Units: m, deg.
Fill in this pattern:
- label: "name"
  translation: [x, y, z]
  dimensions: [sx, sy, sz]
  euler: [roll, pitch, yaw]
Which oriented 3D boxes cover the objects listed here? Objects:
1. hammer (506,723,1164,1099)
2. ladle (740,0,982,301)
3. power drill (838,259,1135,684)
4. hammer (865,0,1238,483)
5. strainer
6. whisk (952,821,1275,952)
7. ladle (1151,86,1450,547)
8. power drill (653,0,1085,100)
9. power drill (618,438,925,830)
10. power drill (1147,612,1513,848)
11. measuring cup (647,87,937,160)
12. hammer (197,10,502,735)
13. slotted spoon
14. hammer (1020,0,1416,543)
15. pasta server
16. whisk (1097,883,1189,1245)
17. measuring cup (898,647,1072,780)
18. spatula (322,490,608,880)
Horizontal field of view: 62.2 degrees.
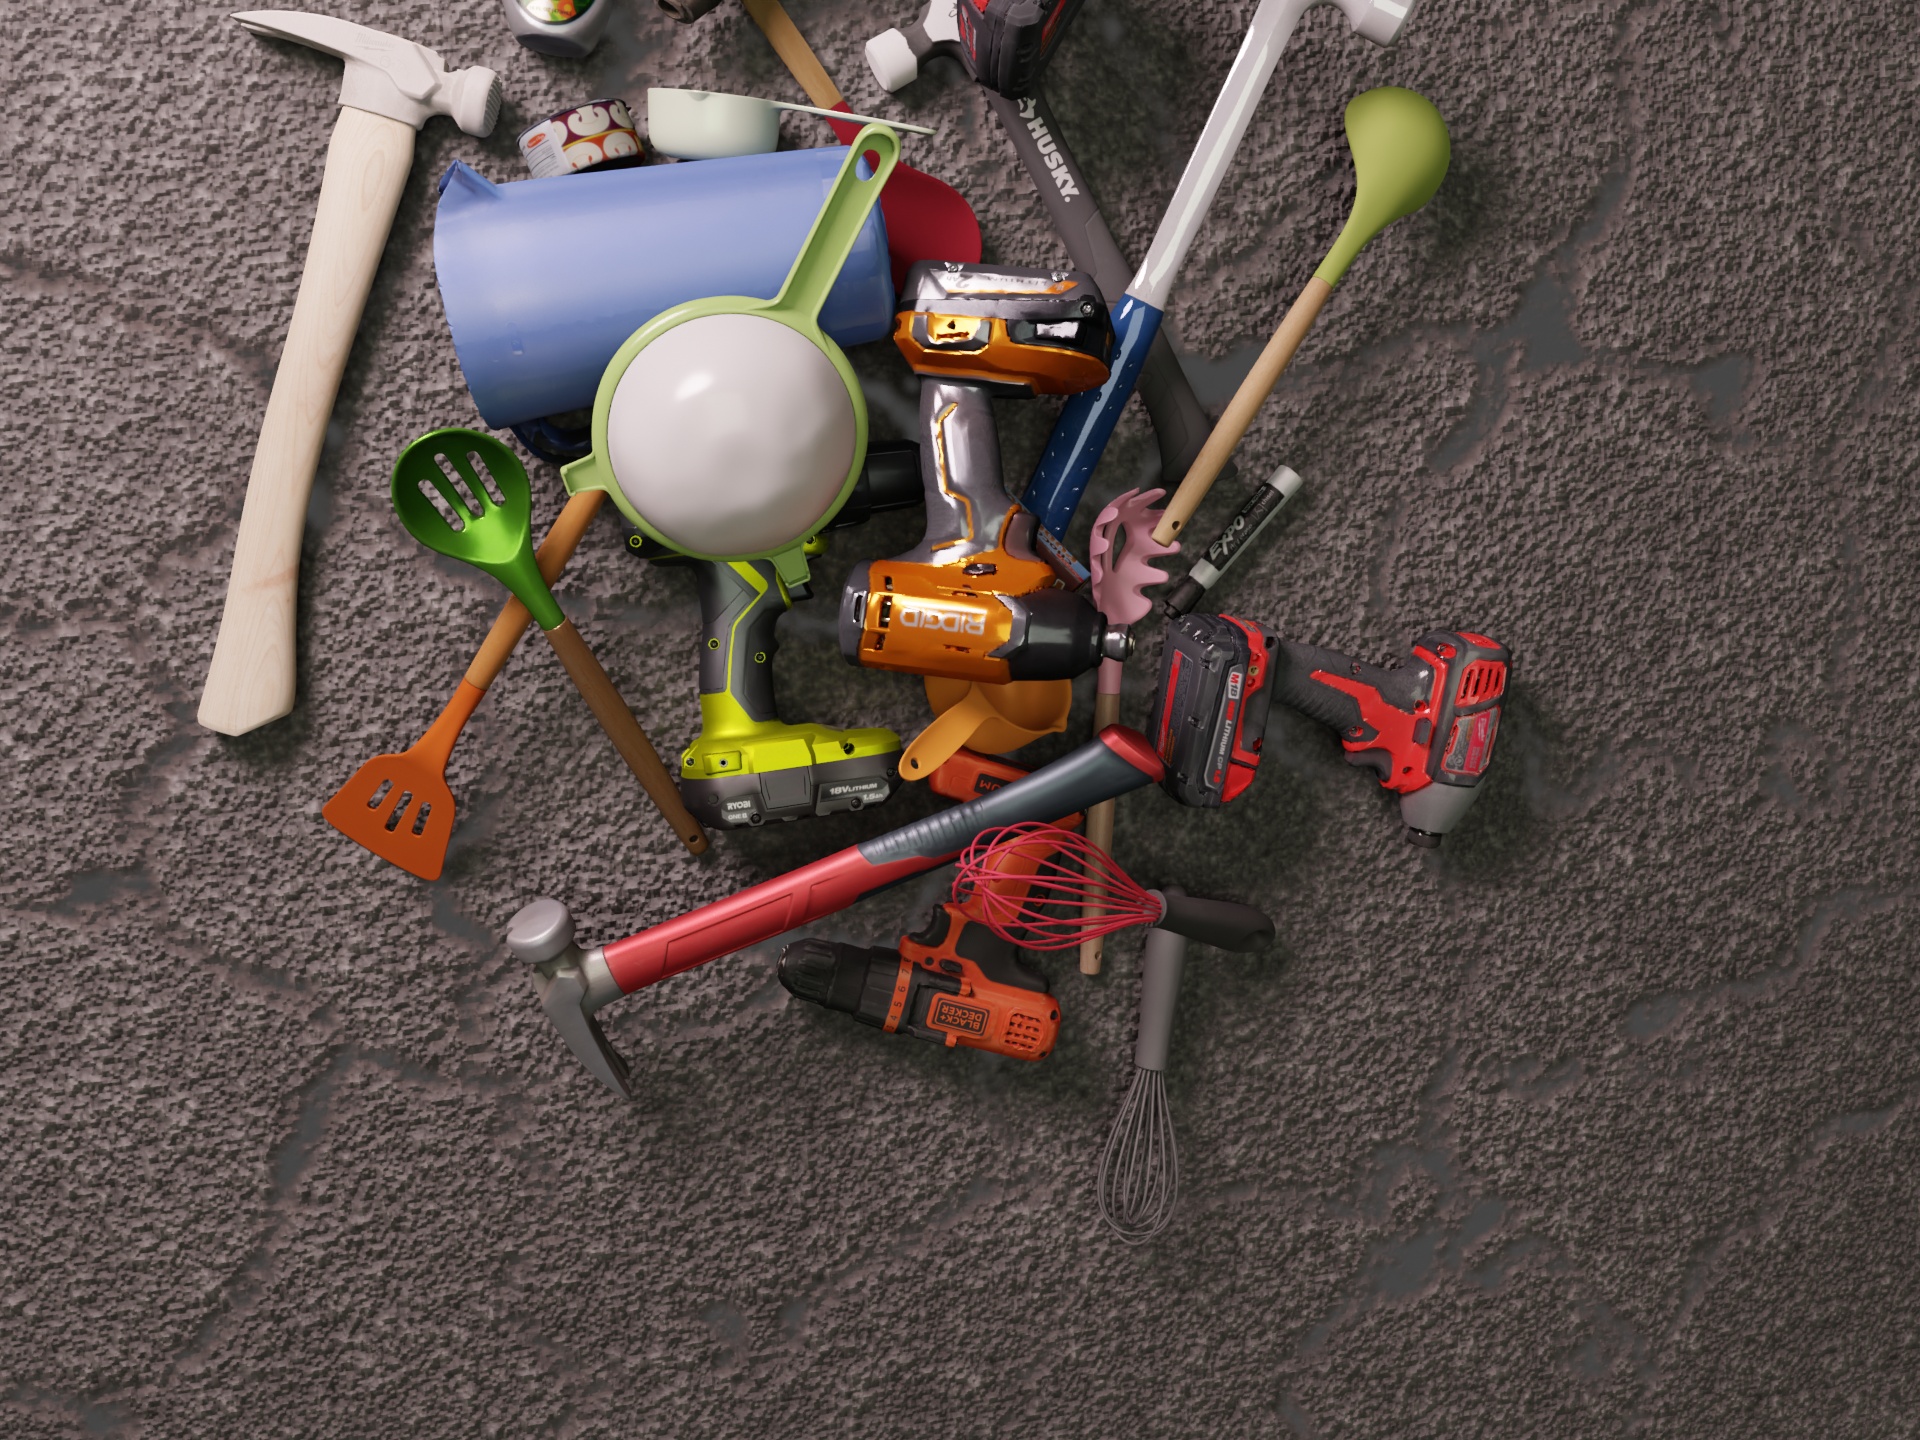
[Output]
- label: "hammer"
  translation: [-0.059, 0.103, 0.945]
  dimensions: [0.386, 0.038, 0.143]
  euler: [-21, 125, -2]
- label: "ladle"
  translation: [-0.092, -0.385, 0.944]
  dimensions: [0.069, 0.031, 0.315]
  euler: [-35, 99, 5]
- label: "power drill"
  translation: [0.028, -0.133, 0.893]
  dimensions: [0.164, 0.084, 0.226]
  euler: [8, 88, 12]
- label: "hammer"
  translation: [0.085, -0.295, 0.976]
  dimensions: [0.146, 0.035, 0.334]
  euler: [-30, 100, -3]
- label: "strainer"
  translation: [-0.094, -0.187, 0.833]
  dimensions: [0.151, 0.069, 0.256]
  euler: [22, 111, -23]
- label: "whisk"
  translation: [0.102, 0.111, 0.958]
  dimensions: [0.295, 0.073, 0.073]
  euler: [17, 96, -44]
- label: "ladle"
  translation: [0.202, -0.247, 0.980]
  dimensions: [0.078, 0.062, 0.320]
  euler: [32, 91, -27]
- label: "power drill"
  translation: [-0.047, -0.439, 0.892]
  dimensions: [0.227, 0.080, 0.188]
  euler: [28, 82, 4]
- label: "power drill"
  translation: [-0.098, -0.060, 0.960]
  dimensions: [0.190, 0.080, 0.228]
  euler: [-8, 96, -10]
- label: "power drill"
  translation: [0.237, 0.007, 1.013]
  dimensions: [0.219, 0.079, 0.143]
  euler: [5, 105, -12]
- label: "measuring cup"
  translation: [-0.098, -0.334, 0.915]
  dimensions: [0.167, 0.083, 0.038]
  euler: [9, 108, 3]
- label: "hammer"
  translation: [-0.389, -0.194, 0.922]
  dimensions: [0.146, 0.038, 0.410]
  euler: [15, 95, -8]
- label: "slotted spoon"
  translation: [-0.223, -0.035, 0.914]
  dimensions: [0.070, 0.031, 0.313]
  euler: [-31, 124, -7]
- label: "hammer"
  translation: [0.108, -0.260, 0.939]
  dimensions: [0.144, 0.035, 0.405]
  euler: [24, 106, -4]
- label: "pasta server"
  translation: [0.097, 0.010, 1.015]
  dimensions: [0.060, 0.040, 0.316]
  euler: [-3, 100, -35]
- label: "whisk"
  translation: [0.127, 0.226, 1.043]
  dimensions: [0.055, 0.055, 0.239]
  euler: [6, 93, -9]
- label: "measuring cup"
  translation: [-0.002, -0.003, 0.946]
  dimensions: [0.095, 0.052, 0.174]
  euler: [54, 44, -7]
- label: "spatula"
  translation: [-0.269, -0.044, 0.930]
  dimensions: [0.081, 0.041, 0.322]
  euler: [33, 100, -9]
